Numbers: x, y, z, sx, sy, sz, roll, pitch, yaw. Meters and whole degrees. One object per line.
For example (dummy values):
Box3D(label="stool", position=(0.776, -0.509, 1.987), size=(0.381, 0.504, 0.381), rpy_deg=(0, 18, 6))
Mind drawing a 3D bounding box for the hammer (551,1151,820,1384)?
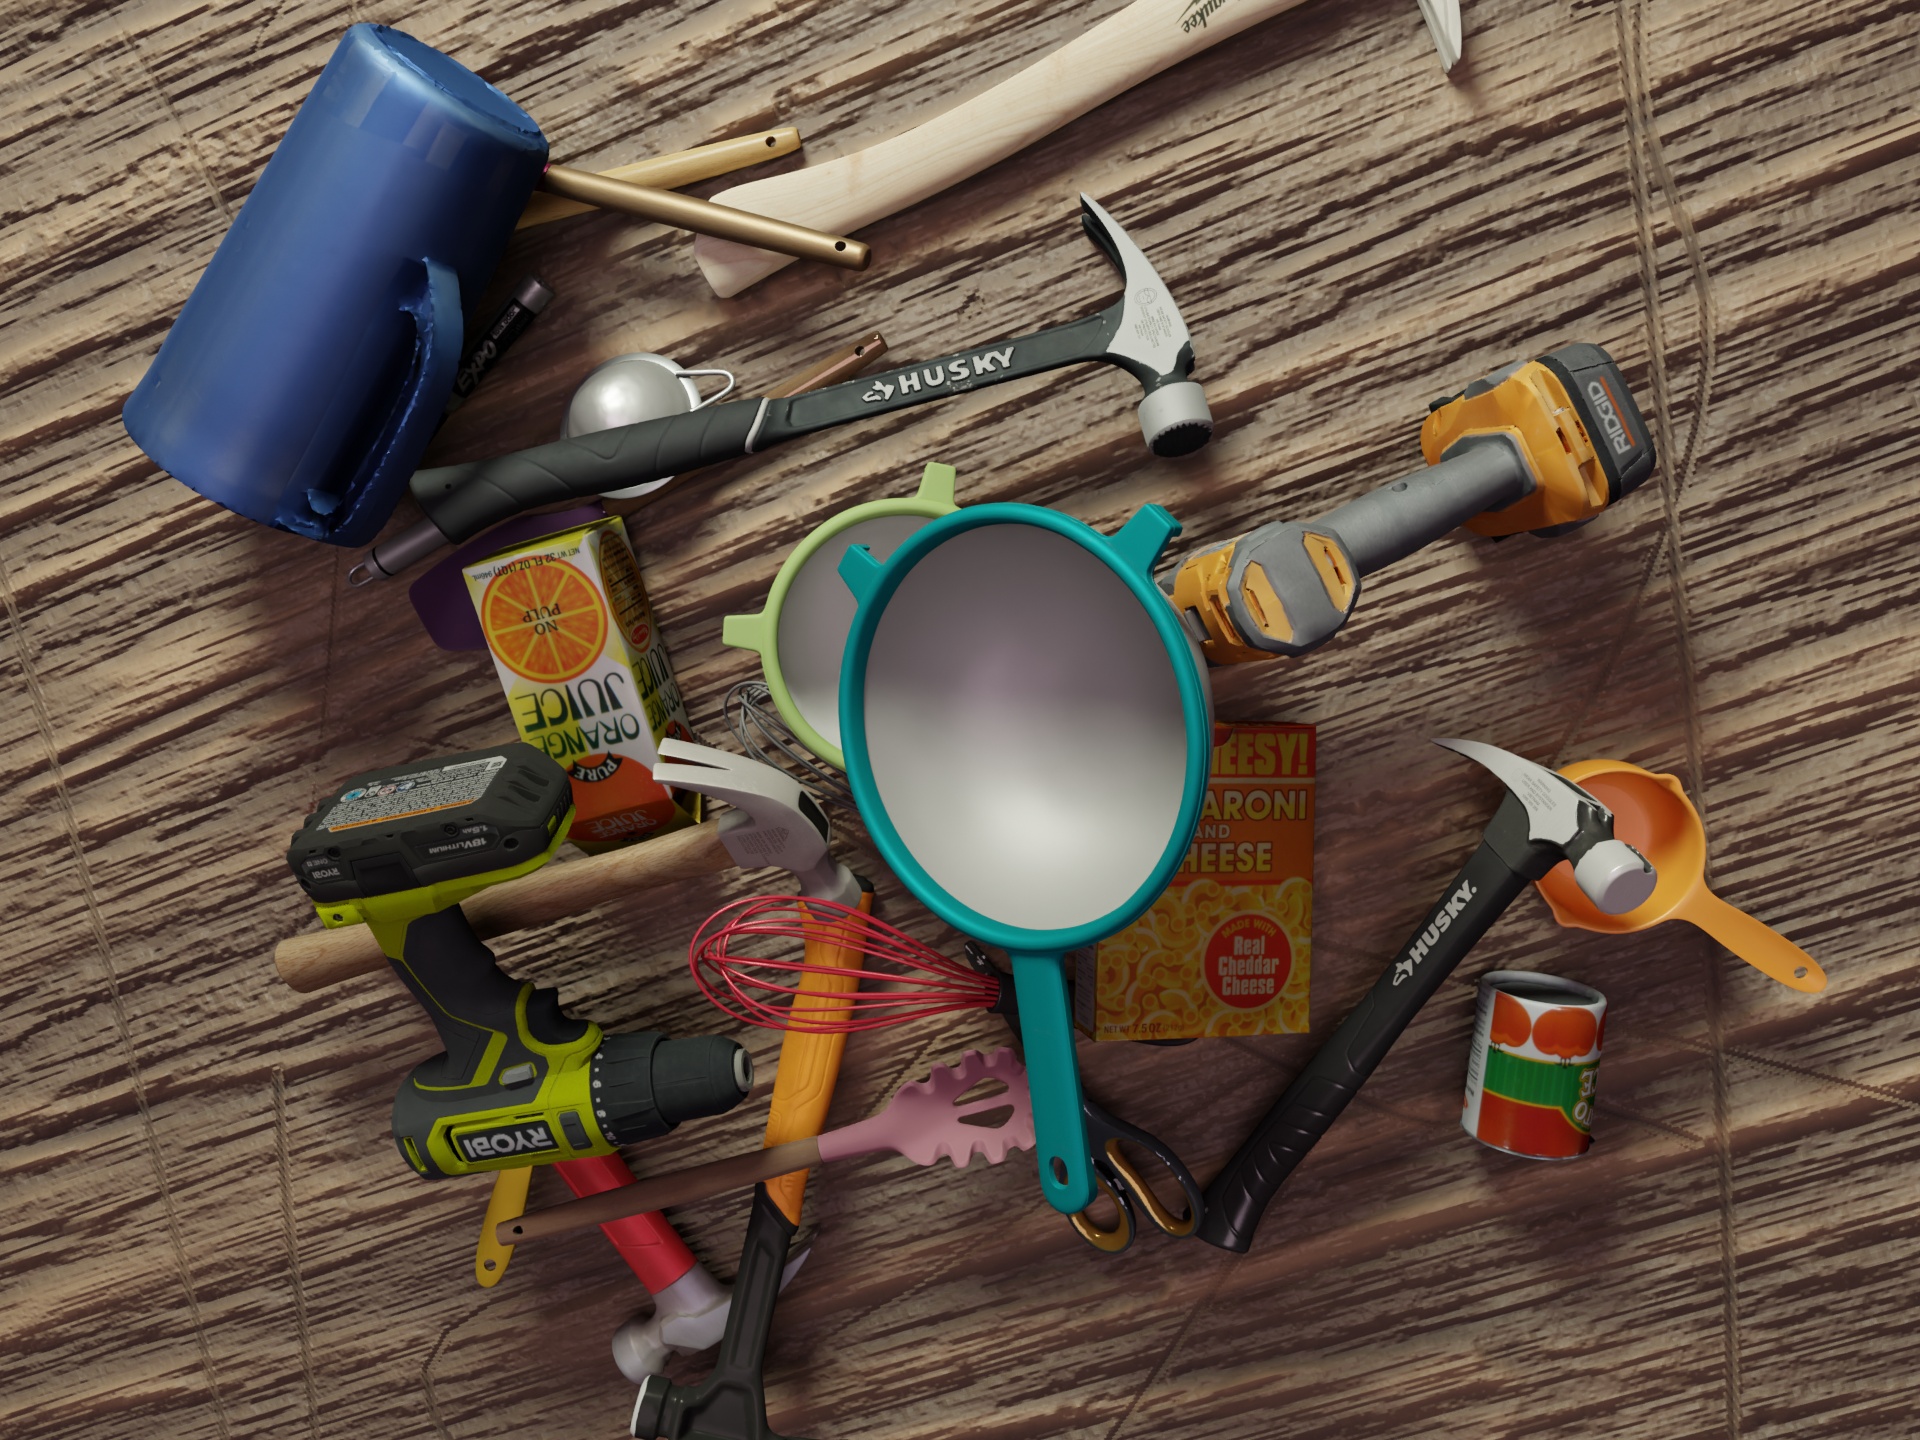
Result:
Box3D(label="hammer", position=(-0.247, 0.203, 0.941), size=(0.143, 0.038, 0.386), rpy_deg=(-36, 92, 9))

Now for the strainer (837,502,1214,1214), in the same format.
Box3D(label="strainer", position=(0.055, 0.063, 0.777), size=(0.211, 0.095, 0.340), rpy_deg=(-3, 97, 39))

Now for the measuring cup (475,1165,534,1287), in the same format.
Box3D(label="measuring cup", position=(-0.258, 0.257, 0.912), size=(0.062, 0.029, 0.156), rpy_deg=(16, 95, 3))

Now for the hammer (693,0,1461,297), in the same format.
Box3D(label="hammer", position=(0.051, -0.319, 0.832), size=(0.410, 0.038, 0.146), rpy_deg=(-25, 96, 10))

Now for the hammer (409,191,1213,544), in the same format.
Box3D(label="hammer", position=(-0.086, -0.163, 0.822), size=(0.409, 0.036, 0.149), rpy_deg=(-13, 70, 2))

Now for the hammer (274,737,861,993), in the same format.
Box3D(label="hammer", position=(-0.230, 0.094, 0.872), size=(0.331, 0.031, 0.129), rpy_deg=(-16, 127, 13))

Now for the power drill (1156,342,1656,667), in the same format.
Box3D(label="power drill", position=(0.201, -0.095, 0.796), size=(0.226, 0.185, 0.084), rpy_deg=(-28, 94, -9))

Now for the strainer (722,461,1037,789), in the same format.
Box3D(label="strainer", position=(-0.001, -0.003, 0.870), size=(0.151, 0.069, 0.256), rpy_deg=(-38, 101, -3))

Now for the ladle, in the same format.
Box3D(label="ladle", position=(-0.239, -0.280, 0.878), size=(0.315, 0.031, 0.069), rpy_deg=(-13, 98, 7))

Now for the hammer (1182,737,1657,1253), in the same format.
Box3D(label="hammer", position=(0.219, 0.160, 0.851), size=(0.035, 0.146, 0.334), rpy_deg=(20, 114, -27))

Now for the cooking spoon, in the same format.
Box3D(label="cooking spoon", position=(-0.196, -0.284, 0.849), size=(0.319, 0.017, 0.069), rpy_deg=(18, 81, 12))

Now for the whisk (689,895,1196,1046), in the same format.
Box3D(label="whisk", position=(-0.001, 0.144, 0.858), size=(0.295, 0.073, 0.073), rpy_deg=(11, 100, -17))

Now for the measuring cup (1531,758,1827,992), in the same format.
Box3D(label="measuring cup", position=(0.376, 0.087, 0.842), size=(0.173, 0.052, 0.095), rpy_deg=(33, 100, -1))

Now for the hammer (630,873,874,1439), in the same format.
Box3D(label="hammer", position=(-0.091, 0.253, 0.904), size=(0.127, 0.034, 0.337), rpy_deg=(12, 90, 0))

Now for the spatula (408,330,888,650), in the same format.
Box3D(label="spatula", position=(-0.176, -0.129, 0.895), size=(0.316, 0.018, 0.060), rpy_deg=(-30, 92, 11))

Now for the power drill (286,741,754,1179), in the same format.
Box3D(label="power drill", position=(-0.224, 0.132, 0.818), size=(0.190, 0.080, 0.228), rpy_deg=(-11, 116, 9))

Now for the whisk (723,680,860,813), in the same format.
Box3D(label="whisk", position=(-0.034, 0.057, 0.892), size=(0.239, 0.055, 0.055), rpy_deg=(39, 101, -4))

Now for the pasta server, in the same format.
Box3D(label="pasta server", position=(-0.104, 0.241, 0.869), size=(0.316, 0.040, 0.060), rpy_deg=(-15, 77, 2))

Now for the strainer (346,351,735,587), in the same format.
Box3D(label="strainer", position=(-0.244, -0.136, 0.890), size=(0.258, 0.050, 0.087), rpy_deg=(-27, 72, 14))
